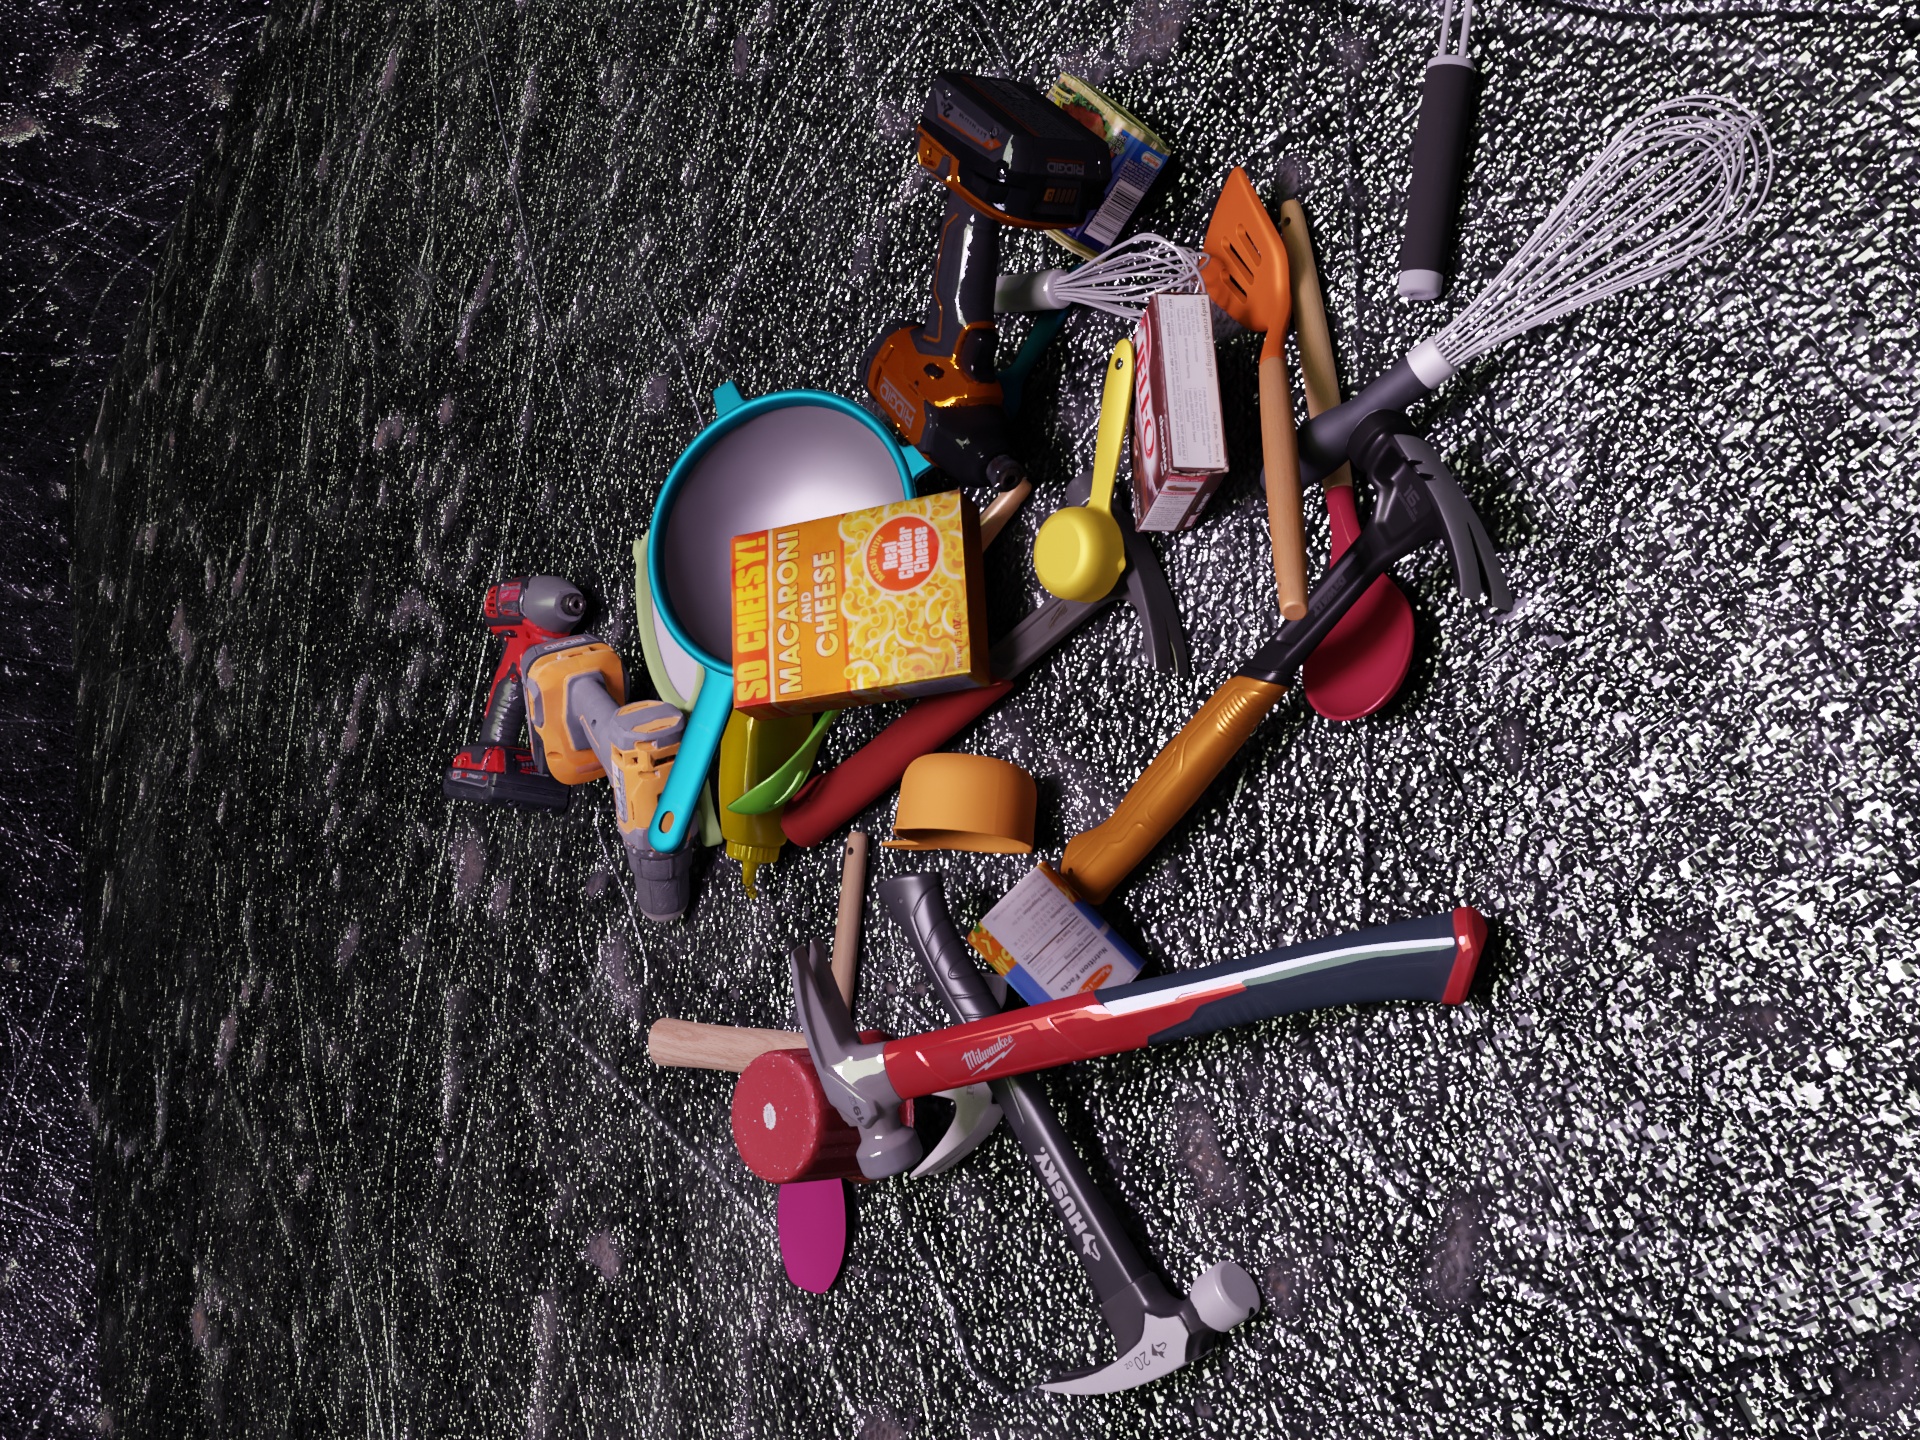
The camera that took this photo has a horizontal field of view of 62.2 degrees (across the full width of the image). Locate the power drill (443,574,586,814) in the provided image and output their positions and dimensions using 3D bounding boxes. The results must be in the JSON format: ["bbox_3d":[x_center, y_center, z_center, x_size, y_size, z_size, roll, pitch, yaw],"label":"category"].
[{"bbox_3d":[-0.405,-0.028,1.481,0.143,0.078,0.220,2,81,48],"label":"power drill"}]

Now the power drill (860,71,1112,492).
[{"bbox_3d":[0.015,-0.260,0.984,0.164,0.084,0.226,54,138,40],"label":"power drill"}]

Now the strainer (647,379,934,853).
[{"bbox_3d":[-0.134,-0.062,1.137,0.211,0.095,0.340,20,88,24],"label":"strainer"}]

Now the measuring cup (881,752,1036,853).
[{"bbox_3d":[-0.013,0.056,1.035,0.173,0.095,0.052,164,115,-65],"label":"measuring cup"}]

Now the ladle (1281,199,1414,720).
[{"bbox_3d":[0.201,-0.148,0.867,0.069,0.031,0.316,-22,65,43],"label":"ladle"}]

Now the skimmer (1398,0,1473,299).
[{"bbox_3d":[0.256,-0.405,0.808,0.127,0.090,0.363,8,91,17],"label":"skimmer"}]

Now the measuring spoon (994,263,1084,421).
[{"bbox_3d":[0.042,-0.252,1.065,0.128,0.021,0.042,-56,46,23],"label":"measuring spoon"}]

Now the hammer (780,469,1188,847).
[{"bbox_3d":[-0.002,-0.003,1.055,0.359,0.036,0.149,-39,55,36],"label":"hammer"}]

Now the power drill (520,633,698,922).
[{"bbox_3d":[-0.281,0.045,1.306,0.226,0.084,0.185,35,134,47],"label":"power drill"}]

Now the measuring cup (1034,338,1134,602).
[{"bbox_3d":[0.076,-0.147,0.935,0.062,0.029,0.156,24,110,49],"label":"measuring cup"}]

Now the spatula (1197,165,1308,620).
[{"bbox_3d":[0.158,-0.173,0.840,0.081,0.041,0.323,106,172,-49],"label":"spatula"}]

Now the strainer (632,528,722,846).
[{"bbox_3d":[-0.195,-0.031,1.263,0.151,0.069,0.256,4,103,62],"label":"strainer"}]

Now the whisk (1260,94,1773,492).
[{"bbox_3d":[0.257,-0.195,0.776,0.284,0.070,0.070,-37,57,34],"label":"whisk"}]

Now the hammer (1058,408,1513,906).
[{"bbox_3d":[0.152,-0.001,0.850,0.336,0.034,0.127,-54,39,37],"label":"hammer"}]

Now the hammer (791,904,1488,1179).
[{"bbox_3d":[0.082,0.144,0.846,0.386,0.038,0.143,-20,92,28],"label":"hammer"}]

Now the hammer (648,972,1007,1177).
[{"bbox_3d":[-0.101,0.234,1.094,0.331,0.031,0.130,-5,80,40],"label":"hammer"}]

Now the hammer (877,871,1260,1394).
[{"bbox_3d":[0.035,0.229,0.937,0.146,0.035,0.335,-49,58,31],"label":"hammer"}]

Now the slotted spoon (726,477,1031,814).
[{"bbox_3d":[-0.055,-0.044,1.093,0.031,0.070,0.313,41,105,1],"label":"slotted spoon"}]

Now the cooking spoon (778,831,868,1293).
[{"bbox_3d":[-0.089,0.237,1.116,0.069,0.017,0.319,3,85,42],"label":"cooking spoon"}]

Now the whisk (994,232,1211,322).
[{"bbox_3d":[0.068,-0.275,1.008,0.058,0.059,0.246,-47,32,-19],"label":"whisk"}]
